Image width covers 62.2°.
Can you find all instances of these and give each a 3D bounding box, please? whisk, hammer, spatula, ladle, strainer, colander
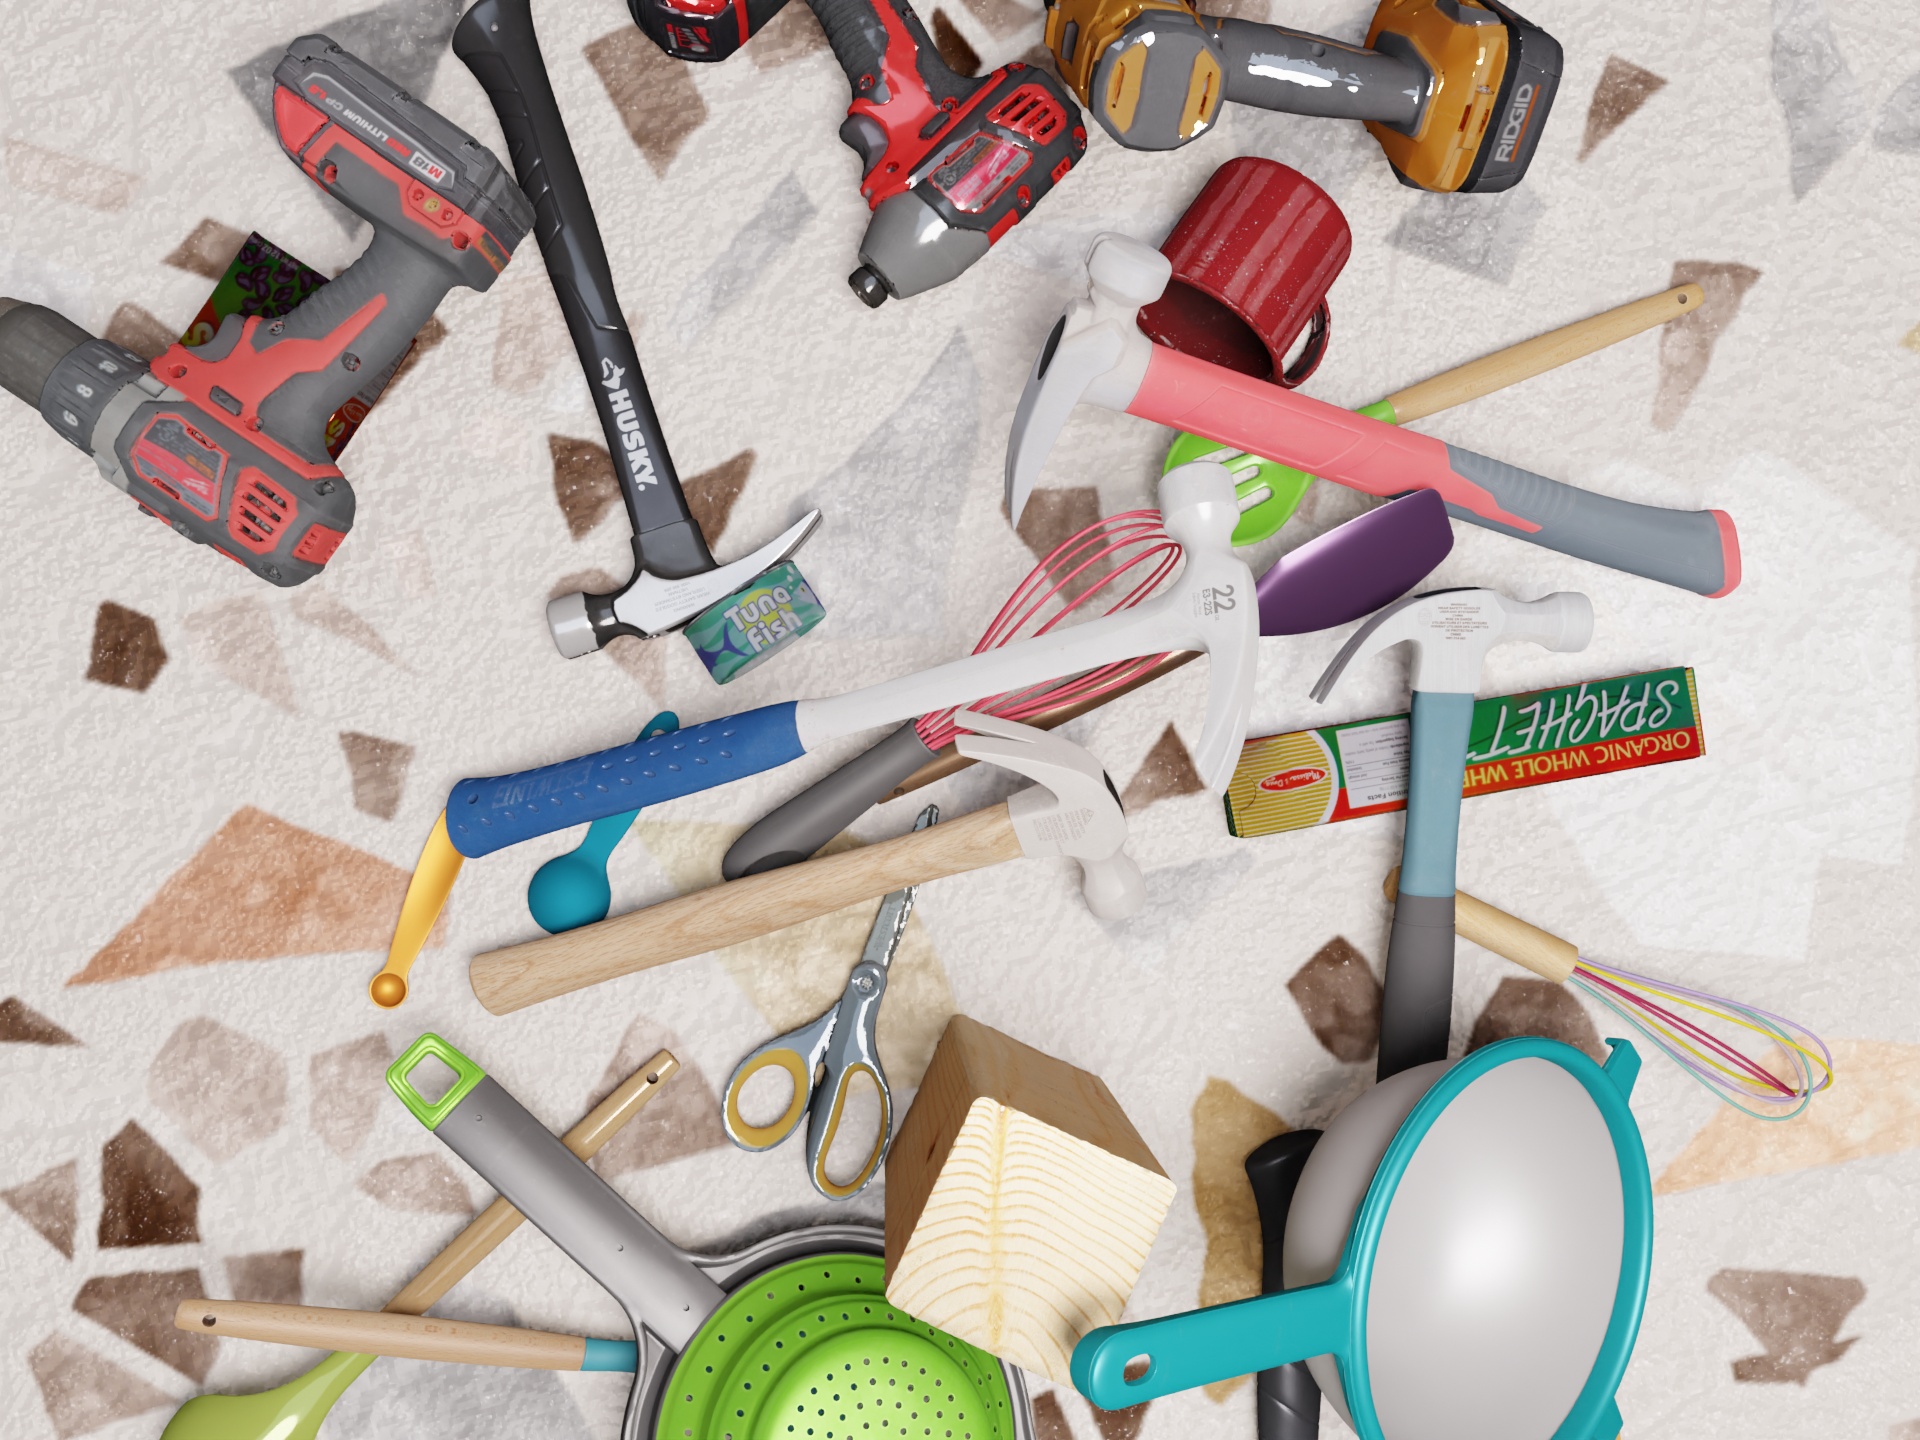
[{"bbox_3d":[0.331,0.138,0.819,0.245,0.047,0.051,26,88,3],"label":"whisk"},{"bbox_3d":[-0.181,-0.210,0.806,0.146,0.035,0.335,-18,89,-3],"label":"hammer"},{"bbox_3d":[0.232,0.099,0.791,0.128,0.033,0.331,3,98,2],"label":"hammer"},{"bbox_3d":[0.169,0.414,0.803,0.149,0.036,0.409,2,88,-4],"label":"hammer"},{"bbox_3d":[0.097,-0.028,0.794,0.316,0.018,0.059,-25,129,8],"label":"spatula"},{"bbox_3d":[-0.001,-0.002,0.772,0.296,0.073,0.073,-36,90,14],"label":"whisk"},{"bbox_3d":[-0.082,0.083,0.772,0.331,0.031,0.129,-17,125,7],"label":"hammer"},{"bbox_3d":[0.214,-0.111,0.786,0.386,0.038,0.143,15,123,-16],"label":"hammer"},{"bbox_3d":[-0.263,0.279,0.789,0.320,0.062,0.078,-43,91,-10],"label":"ladle"},{"bbox_3d":[0.166,0.241,0.697,0.340,0.095,0.211,2,91,-33],"label":"strainer"},{"bbox_3d":[-0.062,0.005,0.723,0.405,0.035,0.144,-15,61,20],"label":"hammer"},{"bbox_3d":[-0.205,0.301,0.760,0.317,0.044,0.082,14,80,-19],"label":"spatula"},{"bbox_3d":[-0.109,0.282,0.730,0.397,0.094,0.204,42,64,0],"label":"colander"}]

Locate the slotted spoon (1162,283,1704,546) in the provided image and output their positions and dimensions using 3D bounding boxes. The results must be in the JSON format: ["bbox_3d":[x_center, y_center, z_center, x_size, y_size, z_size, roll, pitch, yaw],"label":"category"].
[{"bbox_3d":[0.247,-0.167,0.831,0.314,0.031,0.070,-22,91,-5],"label":"slotted spoon"}]

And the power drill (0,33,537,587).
[{"bbox_3d":[-0.329,-0.199,0.740,0.188,0.080,0.227,34,89,-2],"label":"power drill"}]

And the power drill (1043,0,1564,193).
[{"bbox_3d":[0.151,-0.329,0.780,0.226,0.186,0.084,1,128,-13],"label":"power drill"}]

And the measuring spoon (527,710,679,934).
[{"bbox_3d":[-0.178,0.052,0.803,0.042,0.021,0.128,29,88,-2],"label":"measuring spoon"}]

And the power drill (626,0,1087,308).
[{"bbox_3d":[-0.057,-0.319,0.798,0.219,0.078,0.143,45,87,-4],"label":"power drill"}]

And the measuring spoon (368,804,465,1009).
[{"bbox_3d":[-0.270,0.090,0.806,0.021,0.011,0.117,21,84,-3],"label":"measuring spoon"}]

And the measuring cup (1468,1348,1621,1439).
[{"bbox_3d":[0.316,0.373,0.804,0.173,0.052,0.095,29,87,-3],"label":"measuring cup"}]
